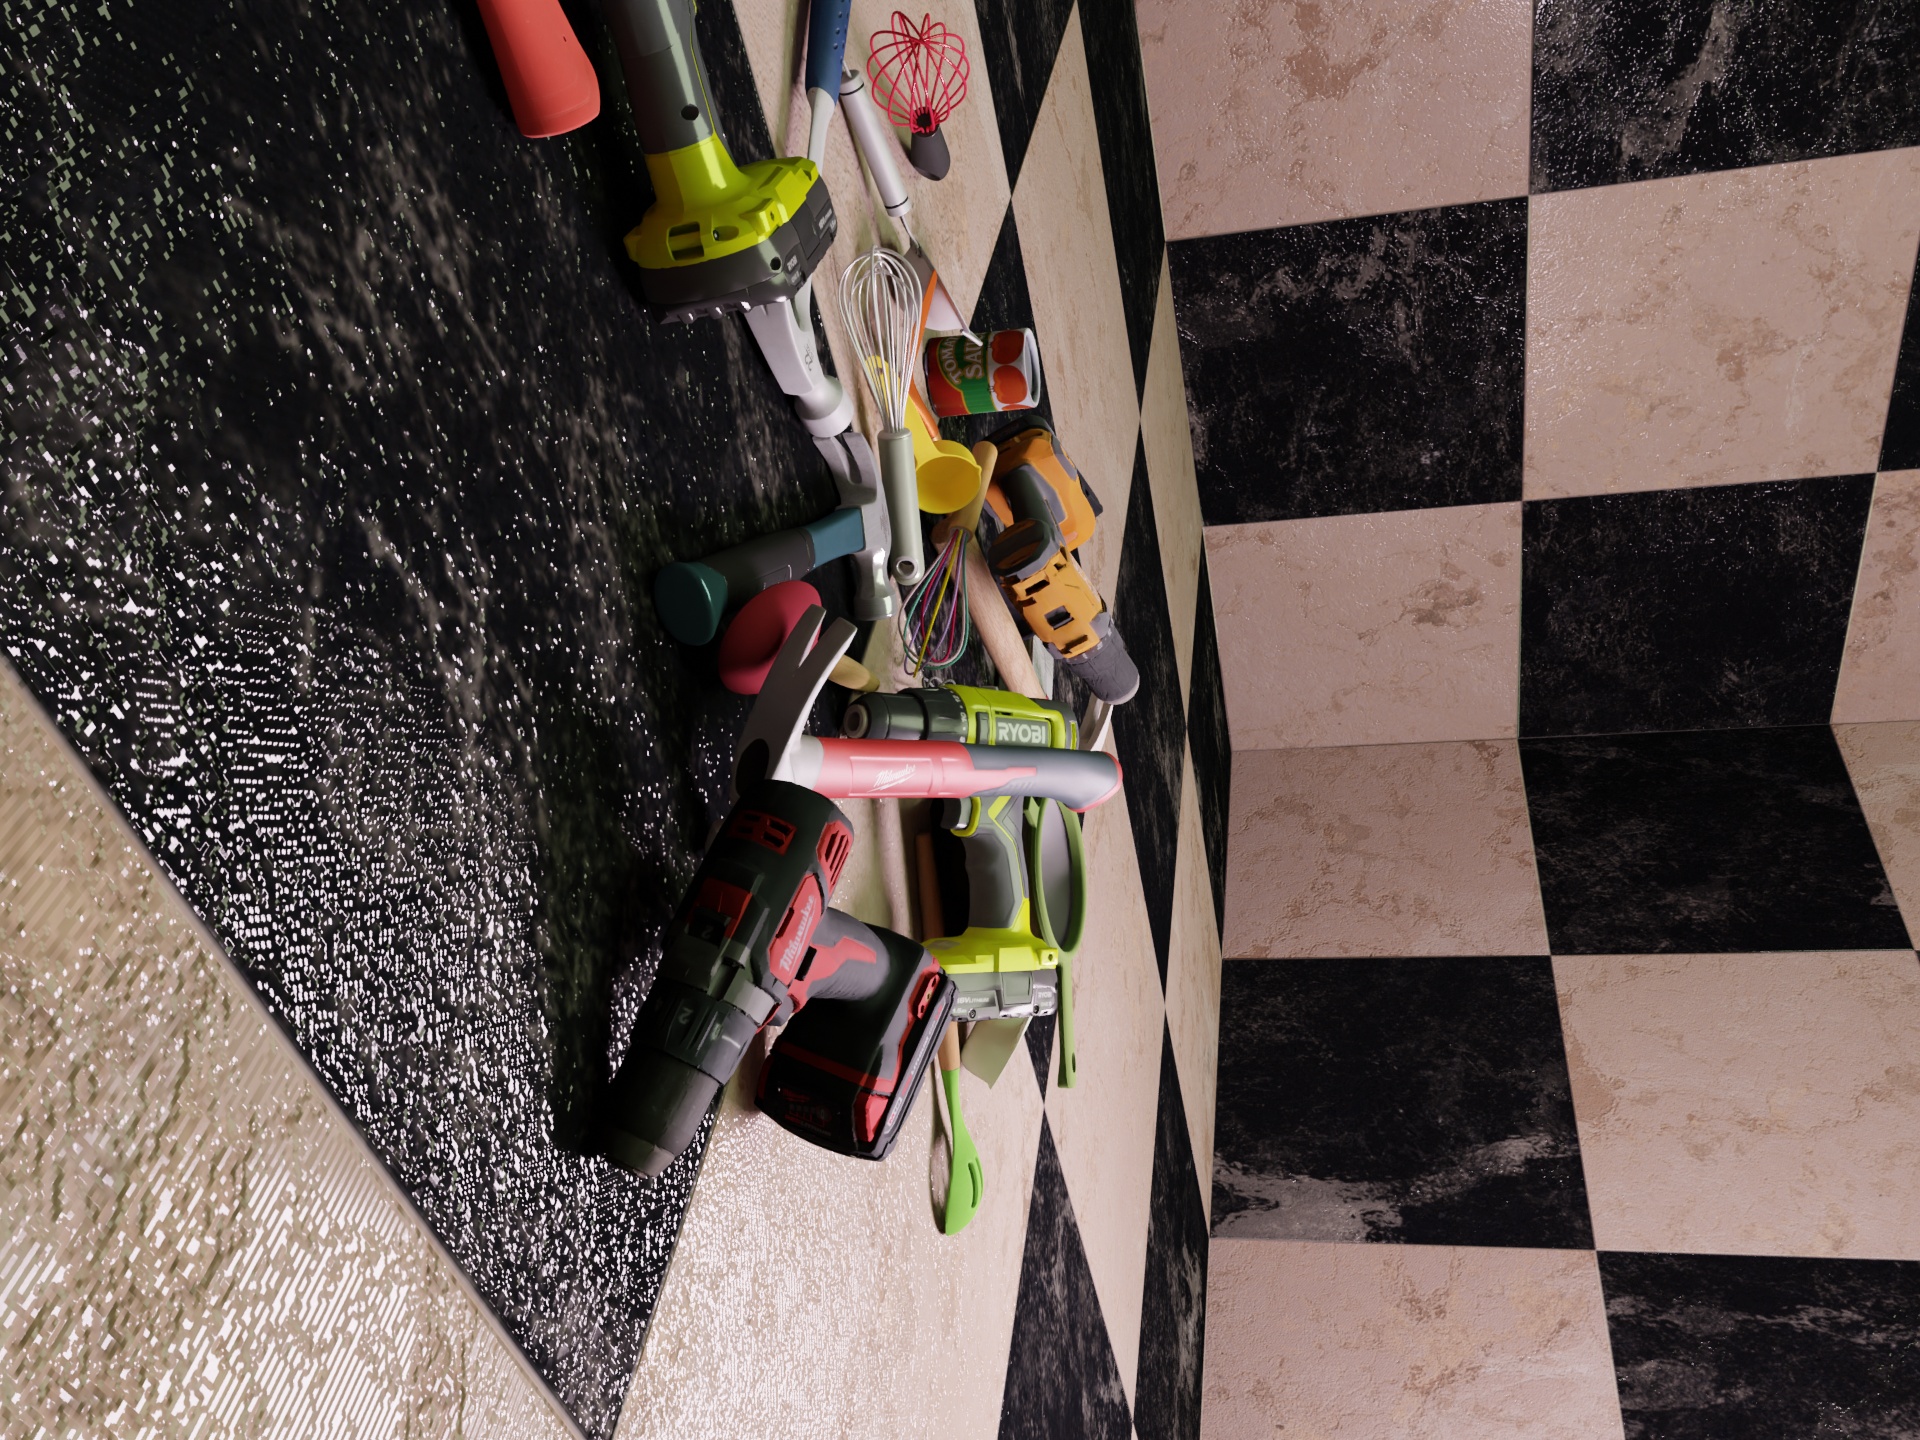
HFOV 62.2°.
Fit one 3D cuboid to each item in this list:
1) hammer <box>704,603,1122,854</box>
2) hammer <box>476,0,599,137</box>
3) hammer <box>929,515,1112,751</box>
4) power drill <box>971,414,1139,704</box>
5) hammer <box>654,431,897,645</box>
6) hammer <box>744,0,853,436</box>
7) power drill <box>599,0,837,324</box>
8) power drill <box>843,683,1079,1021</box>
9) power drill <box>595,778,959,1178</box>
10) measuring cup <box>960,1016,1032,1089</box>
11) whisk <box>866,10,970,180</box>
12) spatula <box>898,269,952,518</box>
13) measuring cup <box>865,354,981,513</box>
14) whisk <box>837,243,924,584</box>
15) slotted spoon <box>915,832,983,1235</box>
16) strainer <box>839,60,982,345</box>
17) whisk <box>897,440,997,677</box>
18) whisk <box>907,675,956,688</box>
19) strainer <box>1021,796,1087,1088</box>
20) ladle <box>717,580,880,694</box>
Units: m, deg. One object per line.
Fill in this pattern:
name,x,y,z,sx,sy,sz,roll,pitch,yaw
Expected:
hammer,0.004,0.016,0.960,0.386,0.038,0.143,3,113,-58
hammer,-0.209,-0.381,0.556,0.149,0.037,0.358,-77,158,-47
hammer,0.048,-0.051,1.395,0.031,0.130,0.331,40,-17,45
power drill,0.084,-0.132,1.335,0.185,0.084,0.226,50,21,-35
hammer,-0.098,-0.096,0.931,0.331,0.033,0.128,-46,132,-70
hammer,-0.091,-0.391,1.015,0.144,0.035,0.406,57,33,-63
power drill,-0.133,-0.322,0.765,0.171,0.080,0.223,-73,152,-53
power drill,-0.002,0.087,1.098,0.190,0.080,0.228,6,84,-43
power drill,-0.089,0.154,0.793,0.188,0.080,0.226,-65,155,-21
measuring cup,0.032,0.239,1.249,0.083,0.038,0.167,-59,173,-19
whisk,-0.027,-0.445,1.169,0.296,0.073,0.073,-69,155,-86
spatula,-0.011,-0.213,1.277,0.322,0.041,0.081,69,31,-53
measuring cup,-0.035,-0.220,1.192,0.156,0.062,0.029,56,15,-43
whisk,-0.048,-0.212,1.128,0.059,0.058,0.246,-82,168,-63
slotted spoon,-0.011,0.241,1.214,0.070,0.031,0.313,-33,118,-76
strainer,-0.046,-0.375,1.179,0.087,0.050,0.258,61,-3,47
whisk,-0.003,-0.131,1.233,0.047,0.051,0.245,67,30,-47
whisk,-0.001,-0.005,1.266,0.239,0.055,0.055,11,77,-79
strainer,0.060,0.182,1.346,0.151,0.069,0.256,1,86,-71
ladle,-0.081,-0.034,0.946,0.069,0.031,0.315,-53,172,2
